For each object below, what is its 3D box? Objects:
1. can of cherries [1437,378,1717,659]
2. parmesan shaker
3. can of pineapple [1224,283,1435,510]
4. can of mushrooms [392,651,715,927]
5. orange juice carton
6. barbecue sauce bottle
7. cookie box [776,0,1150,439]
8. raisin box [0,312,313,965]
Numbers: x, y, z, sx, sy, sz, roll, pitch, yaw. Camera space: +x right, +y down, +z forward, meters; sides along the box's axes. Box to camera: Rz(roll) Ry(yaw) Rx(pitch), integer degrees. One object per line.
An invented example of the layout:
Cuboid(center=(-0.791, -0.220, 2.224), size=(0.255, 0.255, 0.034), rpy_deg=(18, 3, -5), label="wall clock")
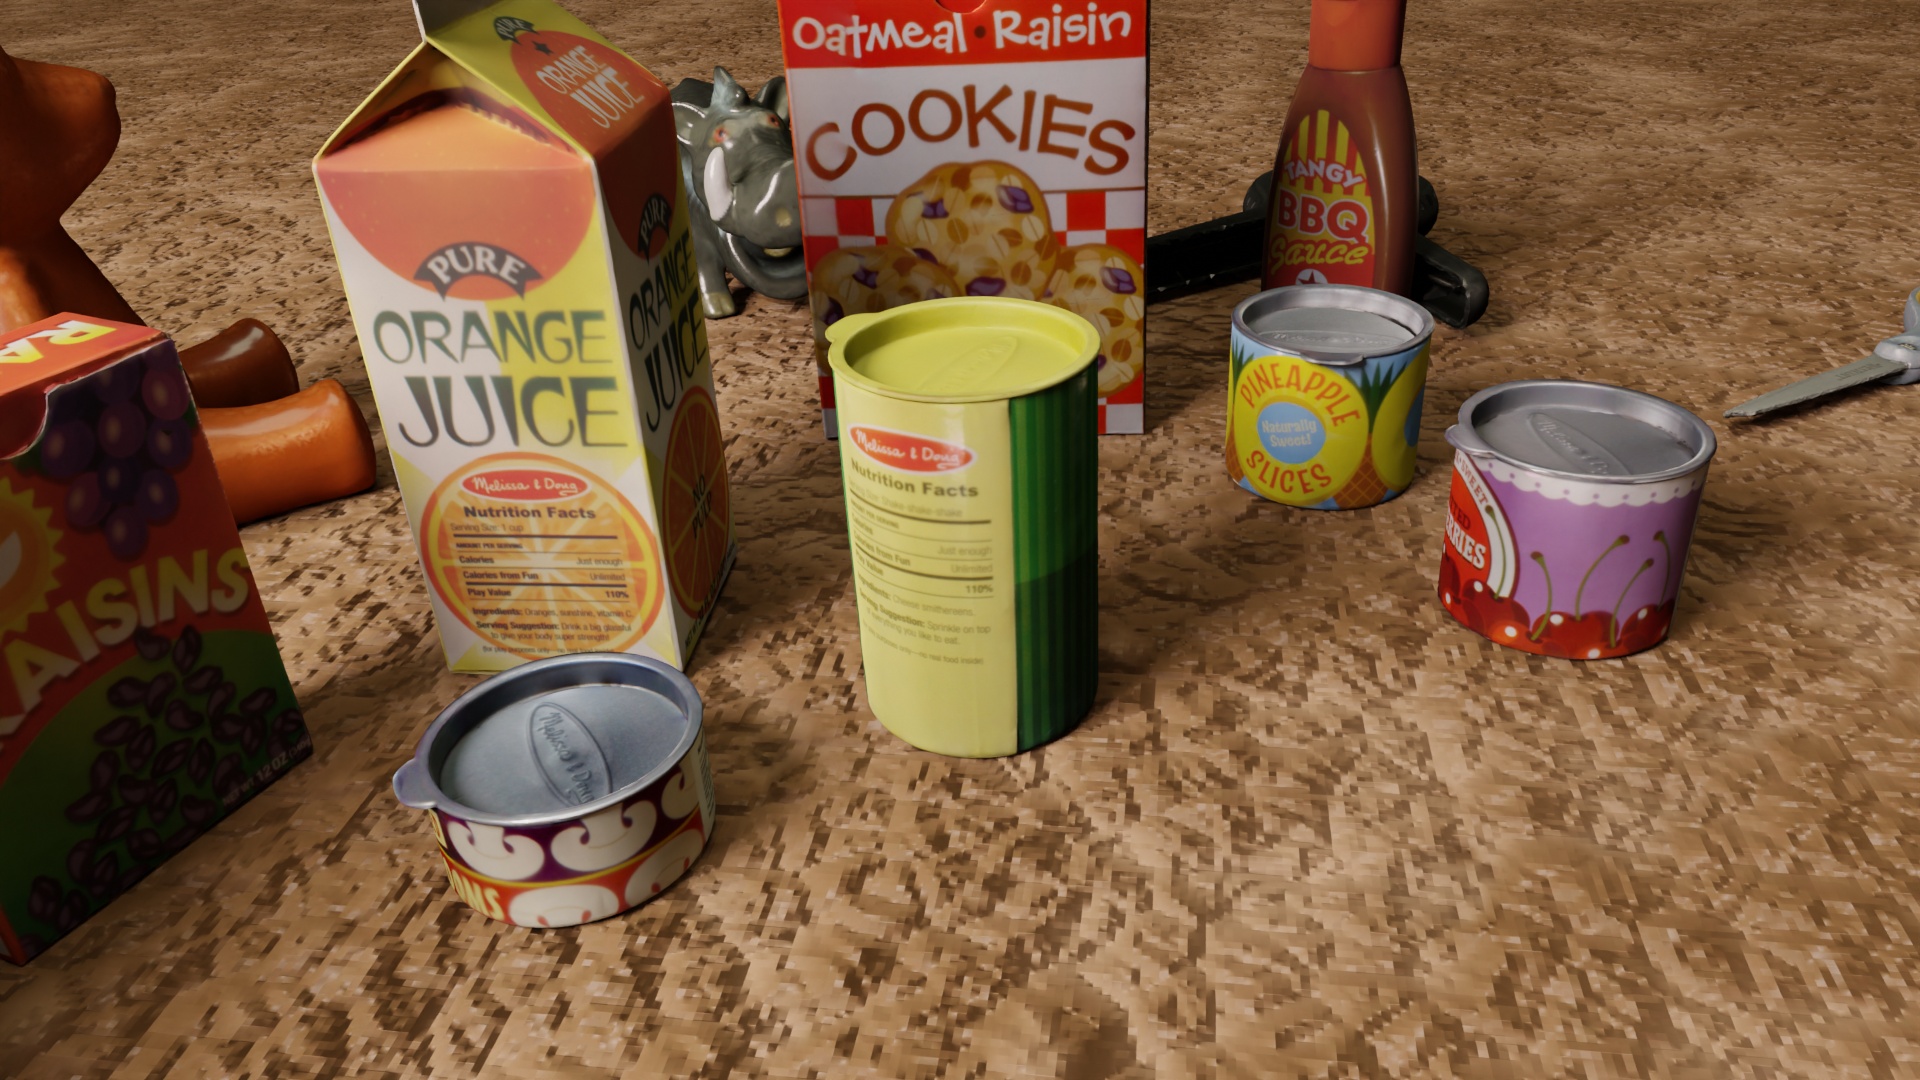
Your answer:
Cuboid(center=(0.171, -0.007, 0.398), size=(0.071, 0.058, 0.072), rpy_deg=(-2, 30, 1), label="can of cherries")
Cuboid(center=(0.001, -0.005, 0.364), size=(0.071, 0.102, 0.071), rpy_deg=(-2, 30, 1), label="parmesan shaker")
Cuboid(center=(0.124, -0.049, 0.477), size=(0.071, 0.057, 0.071), rpy_deg=(-2, 30, 1), label="can of pineapple")
Cuboid(center=(-0.095, 0.059, 0.332), size=(0.071, 0.033, 0.071), rpy_deg=(-2, 30, 1), label="can of mushrooms")
Cuboid(center=(-0.115, -0.060, 0.383), size=(0.073, 0.191, 0.072), rpy_deg=(0, 30, 6), label="orange juice carton")
Cuboid(center=(0.160, -0.161, 0.578), size=(0.065, 0.147, 0.044), rpy_deg=(23, 38, 38), label="barbecue sauce bottle")
Cuboid(center=(0.006, -0.119, 0.500), size=(0.123, 0.166, 0.040), rpy_deg=(0, 30, 5), label="cookie box")
Cuboid(center=(-0.211, 0.020, 0.320), size=(0.040, 0.122, 0.086), rpy_deg=(12, 33, 24), label="raisin box")
